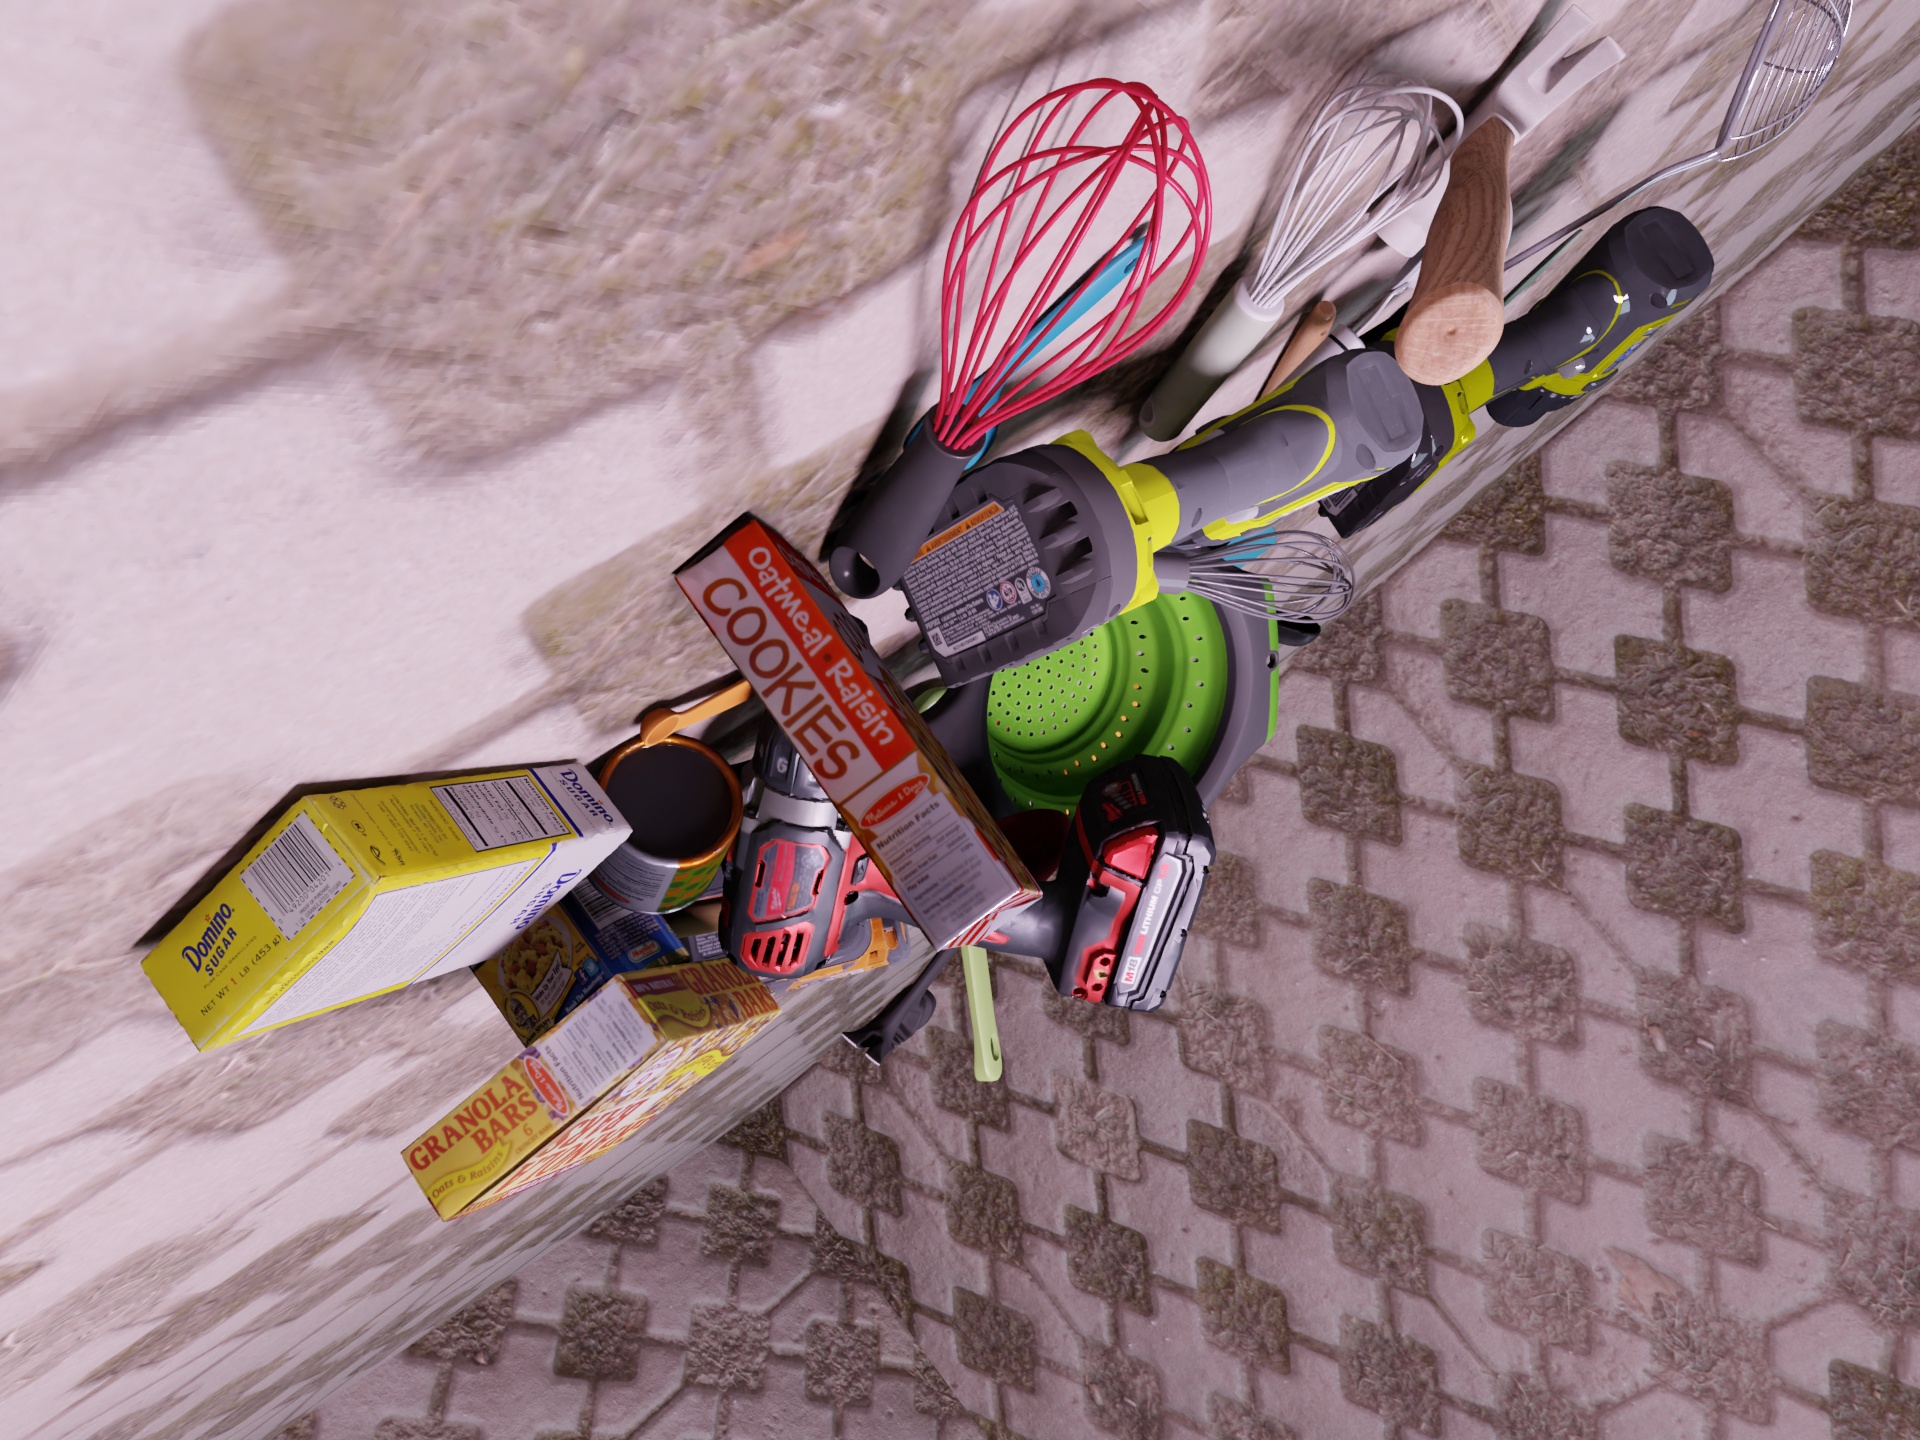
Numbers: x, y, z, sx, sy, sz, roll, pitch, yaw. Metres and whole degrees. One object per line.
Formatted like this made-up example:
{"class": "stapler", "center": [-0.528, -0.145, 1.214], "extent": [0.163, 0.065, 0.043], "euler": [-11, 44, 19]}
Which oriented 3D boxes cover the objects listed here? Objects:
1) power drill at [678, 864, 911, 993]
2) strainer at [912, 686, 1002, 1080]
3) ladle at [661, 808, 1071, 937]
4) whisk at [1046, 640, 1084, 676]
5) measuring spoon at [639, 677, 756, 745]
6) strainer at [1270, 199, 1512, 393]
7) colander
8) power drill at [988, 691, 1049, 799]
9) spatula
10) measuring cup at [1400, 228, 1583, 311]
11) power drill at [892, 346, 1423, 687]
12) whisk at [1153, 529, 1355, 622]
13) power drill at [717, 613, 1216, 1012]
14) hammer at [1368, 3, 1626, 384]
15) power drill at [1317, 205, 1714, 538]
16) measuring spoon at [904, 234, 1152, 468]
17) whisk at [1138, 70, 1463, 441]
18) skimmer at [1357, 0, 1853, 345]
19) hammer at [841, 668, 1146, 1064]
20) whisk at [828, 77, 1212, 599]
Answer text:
{"class": "power drill", "center": [-0.134, 0.147, 1.068], "extent": [0.185, 0.084, 0.226], "euler": [-14, 166, 0]}
{"class": "strainer", "center": [-0.021, 0.108, 1.027], "extent": [0.069, 0.256, 0.151], "euler": [-6, -175, 25]}
{"class": "ladle", "center": [-0.092, 0.094, 0.834], "extent": [0.315, 0.031, 0.069], "euler": [-9, 140, -7]}
{"class": "whisk", "center": [0.114, -0.086, 1.095], "extent": [0.047, 0.051, 0.245], "euler": [-40, 175, -29]}
{"class": "measuring spoon", "center": [-0.105, -0.015, 0.724], "extent": [0.117, 0.011, 0.021], "euler": [-32, 164, -51]}
{"class": "strainer", "center": [0.209, -0.202, 0.831], "extent": [0.258, 0.050, 0.087], "euler": [-45, -177, 12]}
{"class": "colander", "center": [-0.001, -0.003, 0.902], "extent": [0.397, 0.204, 0.095], "euler": [-15, -159, -26]}
{"class": "power drill", "center": [-0.038, 0.075, 1.189], "extent": [0.143, 0.078, 0.219], "euler": [-28, 169, -43]}
{"class": "spatula", "center": [0.192, -0.168, 0.997], "extent": [0.082, 0.044, 0.317], "euler": [-30, 168, -11]}
{"class": "measuring cup", "center": [0.331, -0.275, 1.036], "extent": [0.167, 0.038, 0.083], "euler": [-40, 170, 0]}
{"class": "power drill", "center": [0.082, -0.093, 0.726], "extent": [0.223, 0.080, 0.171], "euler": [-25, -179, -36]}
{"class": "whisk", "center": [0.118, -0.083, 0.867], "extent": [0.239, 0.055, 0.055], "euler": [1, 150, -26]}
{"class": "power drill", "center": [0.003, 0.047, 0.767], "extent": [0.080, 0.226, 0.187], "euler": [-100, -159, -62]}
{"class": "hammer", "center": [0.202, -0.202, 0.623], "extent": [0.130, 0.031, 0.331], "euler": [-46, -173, 35]}
{"class": "power drill", "center": [0.308, -0.198, 0.944], "extent": [0.228, 0.080, 0.190], "euler": [-28, 170, -16]}
{"class": "measuring spoon", "center": [0.032, -0.137, 0.614], "extent": [0.128, 0.021, 0.042], "euler": [-40, 170, 18]}
{"class": "whisk", "center": [0.135, -0.190, 0.695], "extent": [0.059, 0.058, 0.246], "euler": [3, 159, -18]}
{"class": "skimmer", "center": [0.346, -0.316, 0.929], "extent": [0.363, 0.090, 0.127], "euler": [-31, 173, 15]}
{"class": "hammer", "center": [0.036, 0.100, 1.121], "extent": [0.337, 0.034, 0.127], "euler": [-54, 169, 12]}
{"class": "whisk", "center": [0.005, -0.111, 0.548], "extent": [0.073, 0.073, 0.295], "euler": [-33, 174, -29]}
